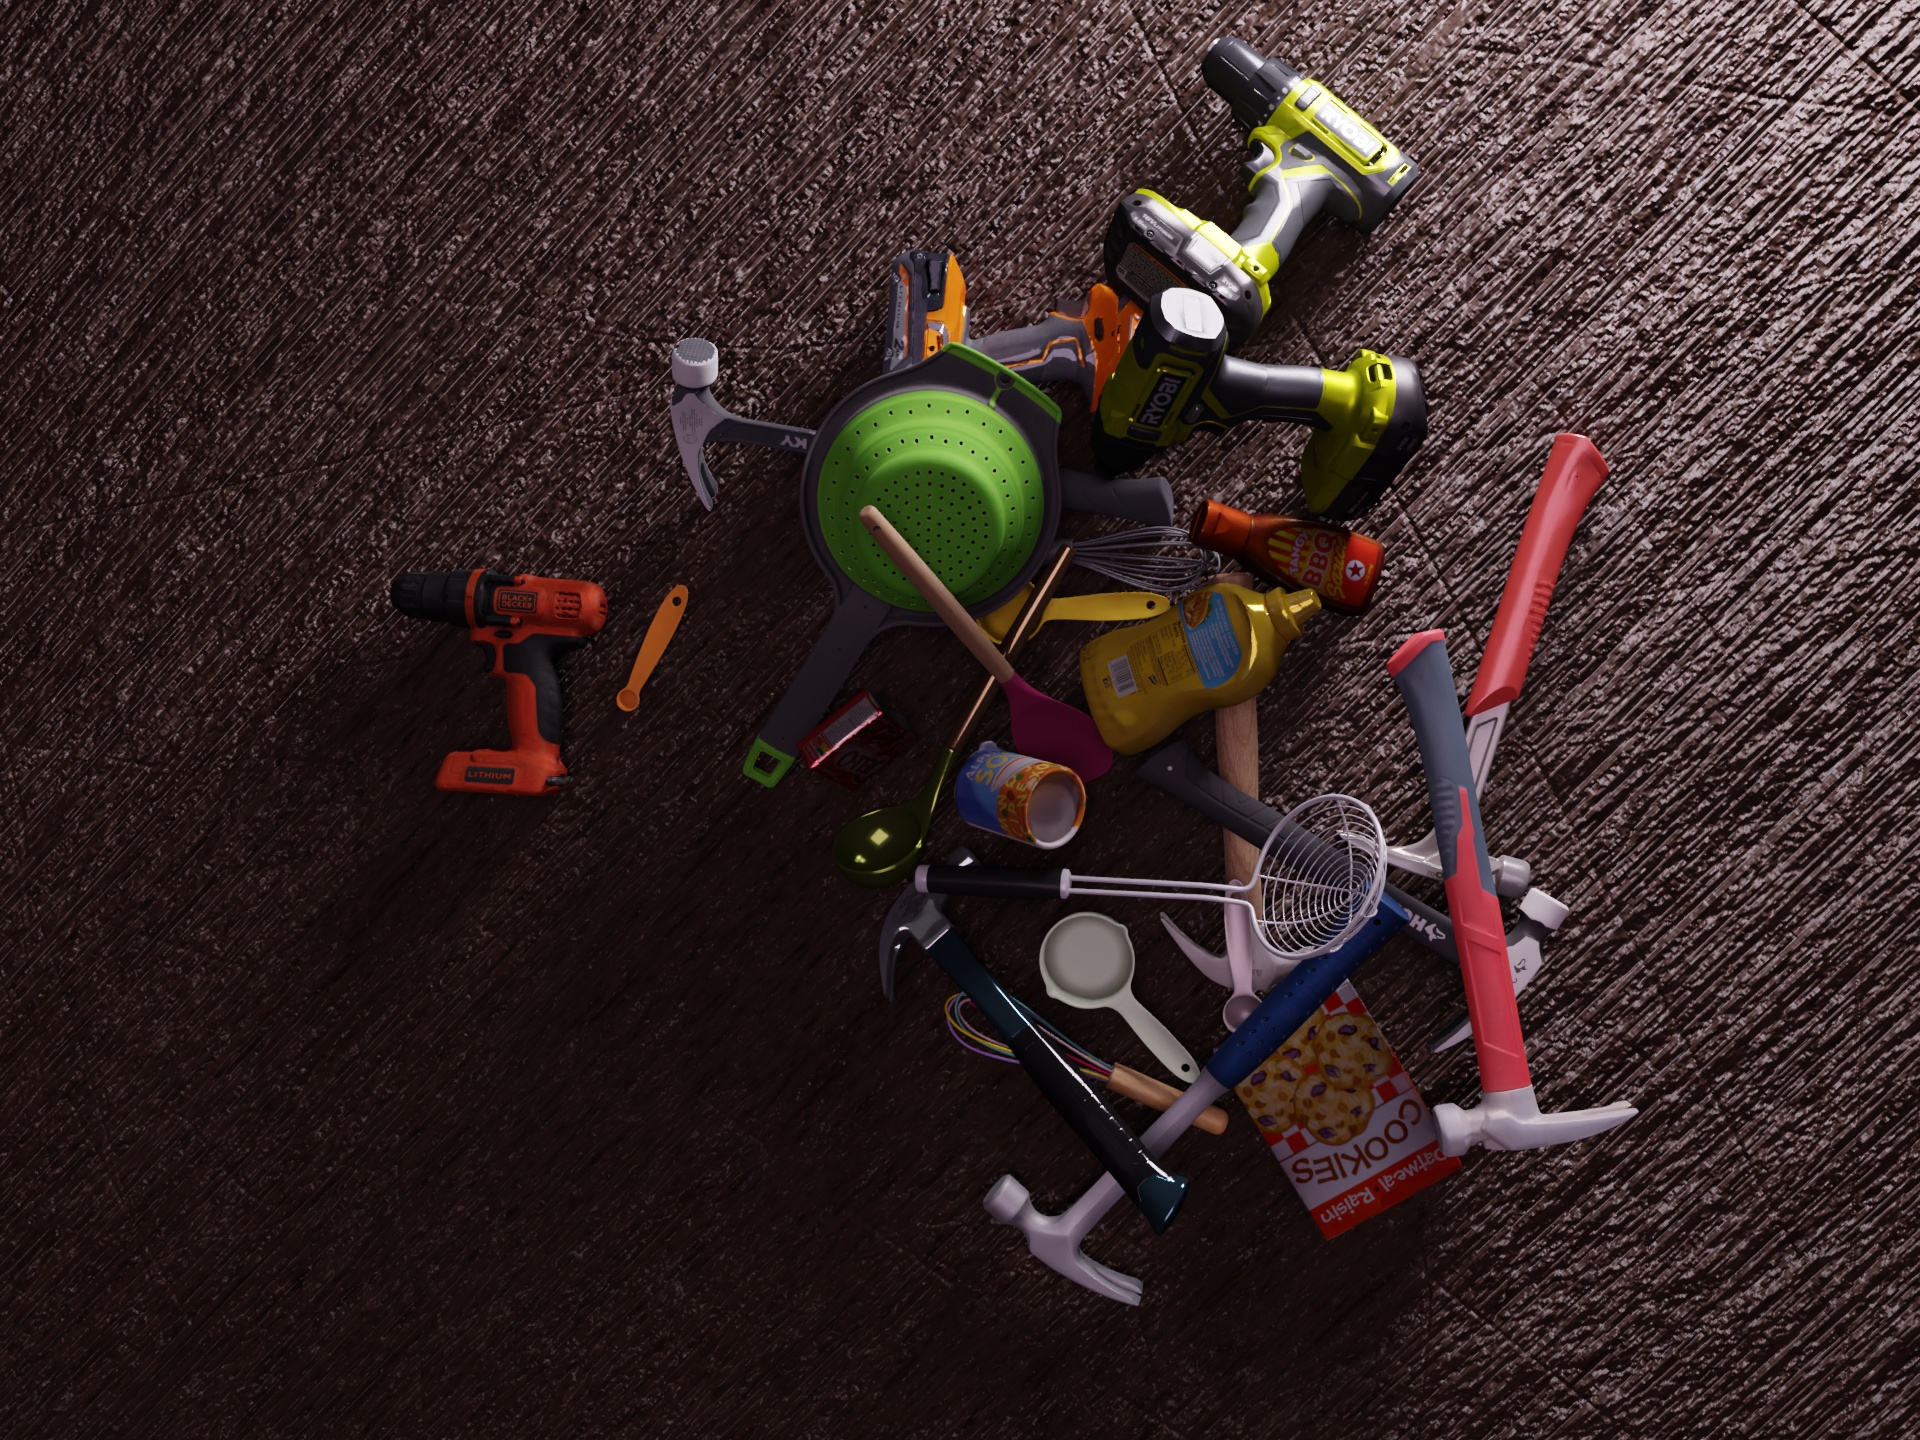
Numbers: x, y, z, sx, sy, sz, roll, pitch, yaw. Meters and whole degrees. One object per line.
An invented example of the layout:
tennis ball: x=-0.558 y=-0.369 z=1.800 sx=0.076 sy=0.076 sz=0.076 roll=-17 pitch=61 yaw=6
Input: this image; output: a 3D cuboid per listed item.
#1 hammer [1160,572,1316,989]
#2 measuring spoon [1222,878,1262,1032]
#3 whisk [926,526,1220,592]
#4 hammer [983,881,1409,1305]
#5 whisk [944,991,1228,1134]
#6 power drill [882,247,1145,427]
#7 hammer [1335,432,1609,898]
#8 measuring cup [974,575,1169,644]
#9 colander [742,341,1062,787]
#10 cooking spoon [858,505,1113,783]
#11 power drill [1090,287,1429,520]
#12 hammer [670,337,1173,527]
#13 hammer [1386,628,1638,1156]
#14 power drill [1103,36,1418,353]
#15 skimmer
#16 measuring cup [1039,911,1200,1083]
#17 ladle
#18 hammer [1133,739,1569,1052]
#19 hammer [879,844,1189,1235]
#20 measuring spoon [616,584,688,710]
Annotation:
hammer: x=0.220 y=0.049 z=1.269 sx=0.130 sy=0.031 sz=0.331 roll=-3 pitch=90 yaw=7
measuring spoon: x=0.221 y=0.185 z=1.249 sx=0.034 sy=0.018 sz=0.124 roll=-4 pitch=91 yaw=14
whisk: x=0.088 y=-0.132 z=1.278 sx=0.239 sy=0.055 sz=0.055 roll=3 pitch=91 yaw=12
hammer: x=0.197 y=0.287 z=1.230 sx=0.144 sy=0.035 sz=0.405 roll=41 pitch=105 yaw=2
whisk: x=0.102 y=0.274 z=1.284 sx=0.245 sy=0.047 sz=0.051 roll=23 pitch=92 yaw=2
power drill: x=0.058 y=-0.316 z=1.264 sx=0.226 sy=0.084 sz=0.164 roll=5 pitch=90 yaw=3
hammer: x=0.416 y=-0.049 z=1.242 sx=0.149 sy=0.036 sz=0.359 roll=17 pitch=93 yaw=7
measuring cup: x=0.090 y=-0.090 z=1.284 sx=0.156 sy=0.029 sz=0.062 roll=-2 pitch=92 yaw=8
colander: x=-0.066 y=-0.093 z=1.229 sx=0.204 sy=0.095 sz=0.397 roll=30 pitch=110 yaw=-11
cooking spoon: x=0.021 y=-0.050 z=1.206 sx=0.069 sy=0.017 sz=0.318 roll=-28 pitch=127 yaw=20
power drill: x=0.216 y=-0.225 z=1.190 sx=0.223 sy=0.171 sz=0.080 roll=10 pitch=56 yaw=-13
hammer: x=-0.029 y=-0.202 z=1.272 sx=0.409 sy=0.149 sz=0.036 roll=10 pitch=48 yaw=-1
hammer: x=0.393 y=0.121 z=1.177 sx=0.143 sy=0.038 sz=0.386 roll=-10 pitch=89 yaw=6
power drill: x=0.215 y=-0.407 z=1.217 sx=0.190 sy=0.080 sz=0.228 roll=41 pitch=72 yaw=4
skimmer: x=0.133 y=0.113 z=1.194 sx=0.363 sy=0.090 sz=0.127 roll=1 pitch=61 yaw=17
measuring cup: x=0.133 y=0.224 z=1.279 sx=0.083 sy=0.038 sz=0.167 roll=-43 pitch=87 yaw=6
ladle: x=-0.002 y=-0.004 z=1.267 sx=0.062 sy=0.078 sz=0.320 roll=23 pitch=102 yaw=-38
hammer: x=0.283 y=0.119 z=1.227 sx=0.335 sy=0.035 sz=0.146 roll=31 pitch=95 yaw=6
hammer: x=0.057 y=0.252 z=1.228 sx=0.128 sy=0.033 sz=0.331 roll=-41 pitch=65 yaw=-4
measuring spoon: x=-0.258 y=-0.061 z=1.341 sx=0.021 sy=0.011 sz=0.117 roll=26 pitch=90 yaw=7
